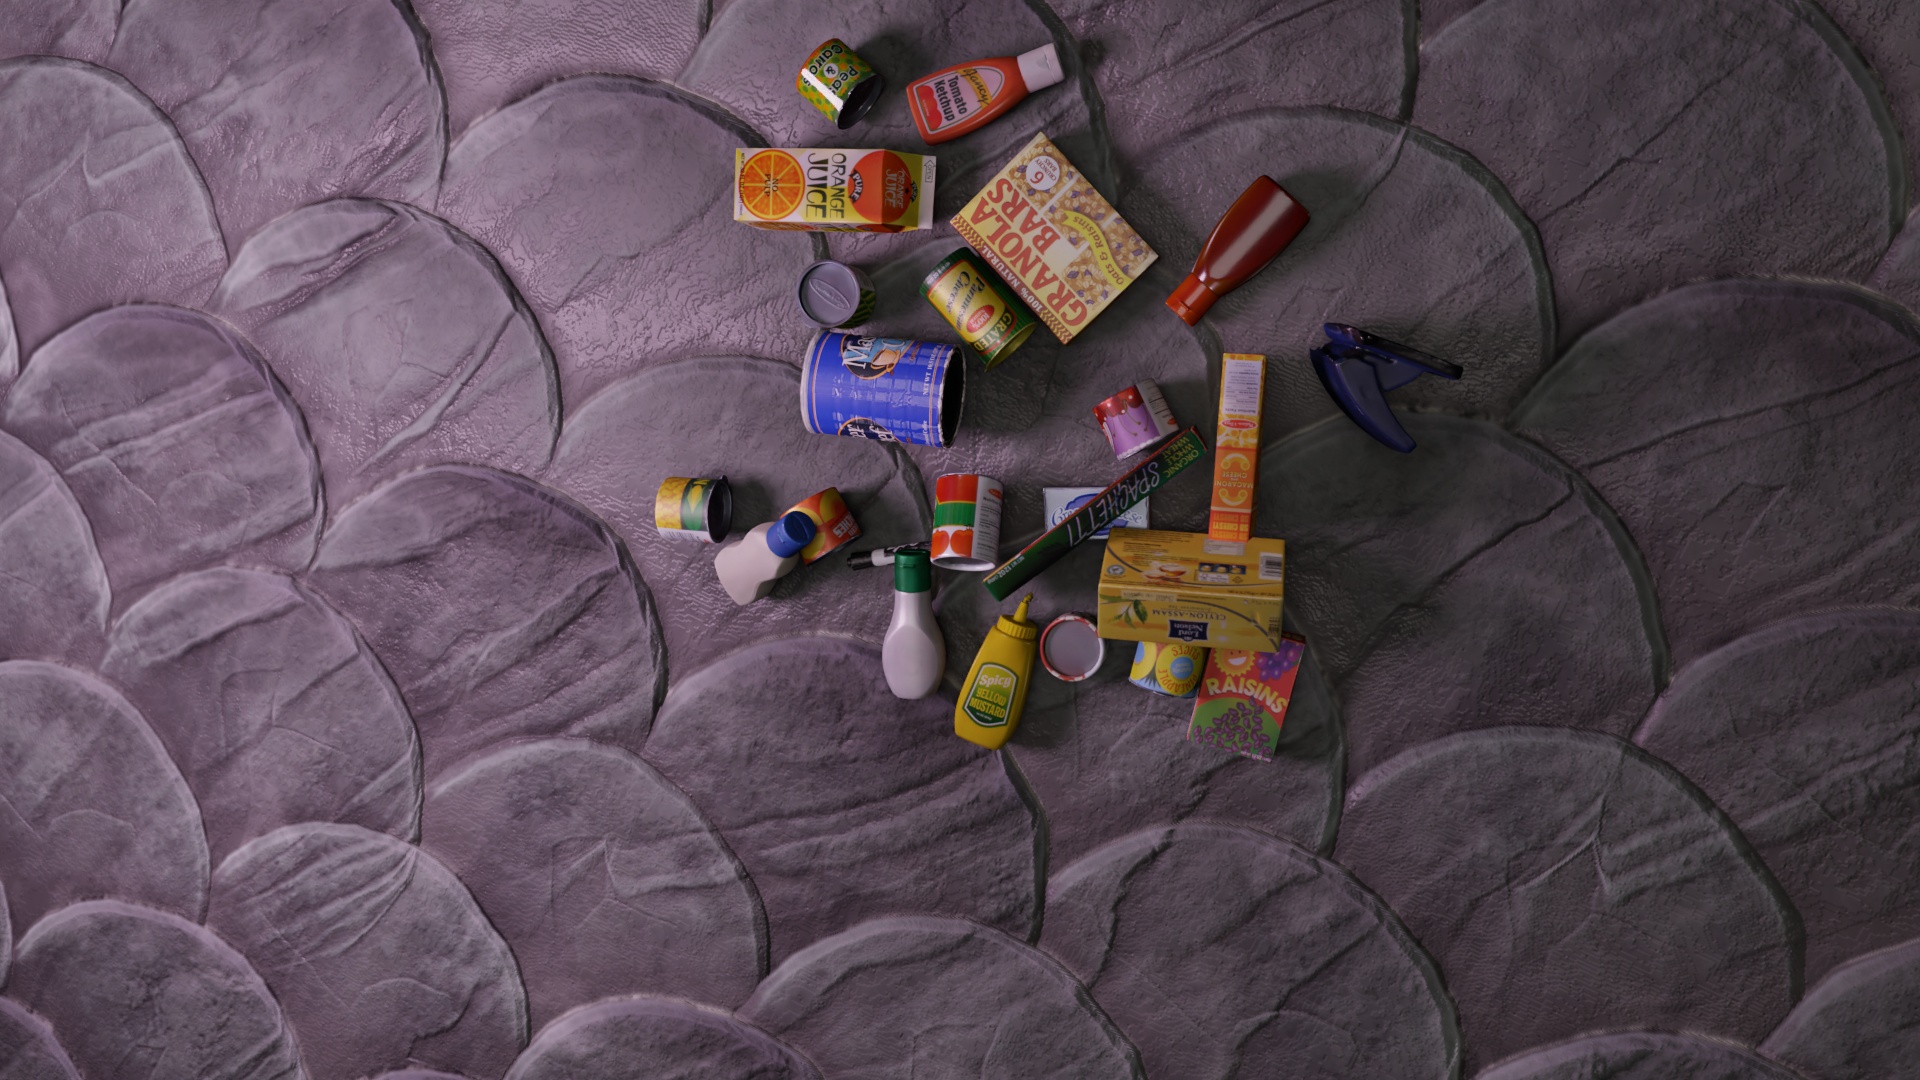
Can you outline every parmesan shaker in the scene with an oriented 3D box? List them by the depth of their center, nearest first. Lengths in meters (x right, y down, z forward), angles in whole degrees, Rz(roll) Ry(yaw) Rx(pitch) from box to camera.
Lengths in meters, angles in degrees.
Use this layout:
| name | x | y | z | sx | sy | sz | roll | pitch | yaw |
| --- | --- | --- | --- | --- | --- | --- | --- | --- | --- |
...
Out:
| name | x | y | z | sx | sy | sz | roll | pitch | yaw |
| --- | --- | --- | --- | --- | --- | --- | --- | --- | --- |
| parmesan shaker | 0.015 | -0.224 | 1.350 | 0.071 | 0.071 | 0.103 | -43 | 85 | 13 |

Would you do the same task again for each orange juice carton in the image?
| name | x | y | z | sx | sy | sz | roll | pitch | yaw |
| --- | --- | --- | --- | --- | --- | --- | --- | --- | --- |
| orange juice carton | -0.119 | -0.343 | 1.365 | 0.193 | 0.073 | 0.071 | 4 | 96 | 12 |

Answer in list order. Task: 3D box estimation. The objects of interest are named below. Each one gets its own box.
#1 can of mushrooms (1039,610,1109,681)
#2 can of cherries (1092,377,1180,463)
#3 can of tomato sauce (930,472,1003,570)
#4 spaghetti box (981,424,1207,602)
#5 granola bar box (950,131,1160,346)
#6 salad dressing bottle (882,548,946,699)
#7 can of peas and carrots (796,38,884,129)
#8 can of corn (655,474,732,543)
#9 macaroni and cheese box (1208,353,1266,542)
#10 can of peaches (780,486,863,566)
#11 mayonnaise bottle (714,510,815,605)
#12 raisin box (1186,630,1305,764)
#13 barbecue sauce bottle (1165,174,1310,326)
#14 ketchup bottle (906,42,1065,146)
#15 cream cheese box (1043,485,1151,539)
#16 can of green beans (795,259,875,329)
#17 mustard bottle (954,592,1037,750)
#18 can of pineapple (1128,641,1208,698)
| name | x | y | z | sx | sy | sz | roll | pitch | yaw |
| --- | --- | --- | --- | --- | --- | --- | --- | --- | --- |
| can of mushrooms | 0.110 | 0.104 | 1.374 | 0.071 | 0.033 | 0.071 | 1 | 96 | 12 |
| can of cherries | 0.165 | -0.114 | 1.326 | 0.071 | 0.071 | 0.058 | -28 | 89 | 13 |
| can of tomato sauce | 0.005 | -0.017 | 1.358 | 0.071 | 0.071 | 0.083 | 2 | 76 | 12 |
| spaghetti box | 0.128 | -0.025 | 1.324 | 0.249 | 0.050 | 0.028 | -37 | 90 | 13 |
| granola bar box | 0.092 | -0.289 | 1.341 | 0.124 | 0.039 | 0.165 | -43 | 85 | 12 |
| salad dressing bottle | -0.047 | 0.083 | 1.391 | 0.064 | 0.044 | 0.147 | 2 | 103 | 10 |
| can of peas and carrots | -0.119 | -0.447 | 1.357 | 0.059 | 0.071 | 0.071 | 43 | 102 | 6 |
| can of corn | -0.274 | -0.034 | 1.429 | 0.058 | 0.071 | 0.071 | 4 | 96 | 12 |
| macaroni and cheese box | 0.257 | -0.087 | 1.279 | 0.040 | 0.124 | 0.166 | 5 | 96 | 13 |
| can of peaches | -0.139 | -0.015 | 1.400 | 0.071 | 0.071 | 0.058 | -31 | 87 | 13 |
| mayonnaise bottle | -0.194 | 0.014 | 1.389 | 0.147 | 0.041 | 0.065 | -34 | 86 | 49 |
| raisin box | 0.275 | 0.142 | 1.338 | 0.086 | 0.040 | 0.123 | 15 | 99 | 11 |
| barbecue sauce bottle | 0.256 | -0.268 | 1.305 | 0.065 | 0.044 | 0.148 | 44 | 103 | 6 |
| ketchup bottle | 0.026 | -0.436 | 1.341 | 0.149 | 0.043 | 0.064 | -18 | 91 | 13 |
| cream cheese box | 0.134 | -0.027 | 1.362 | 0.104 | 0.024 | 0.053 | -1 | 94 | 12 |
| can of green beans | -0.124 | -0.244 | 1.382 | 0.071 | 0.058 | 0.071 | 1 | 95 | 12 |
| mustard bottle | 0.042 | 0.126 | 1.382 | 0.065 | 0.049 | 0.160 | 18 | 99 | 9 |
| can of pineapple | 0.202 | 0.115 | 1.336 | 0.071 | 0.071 | 0.057 | 15 | 98 | 11 |
